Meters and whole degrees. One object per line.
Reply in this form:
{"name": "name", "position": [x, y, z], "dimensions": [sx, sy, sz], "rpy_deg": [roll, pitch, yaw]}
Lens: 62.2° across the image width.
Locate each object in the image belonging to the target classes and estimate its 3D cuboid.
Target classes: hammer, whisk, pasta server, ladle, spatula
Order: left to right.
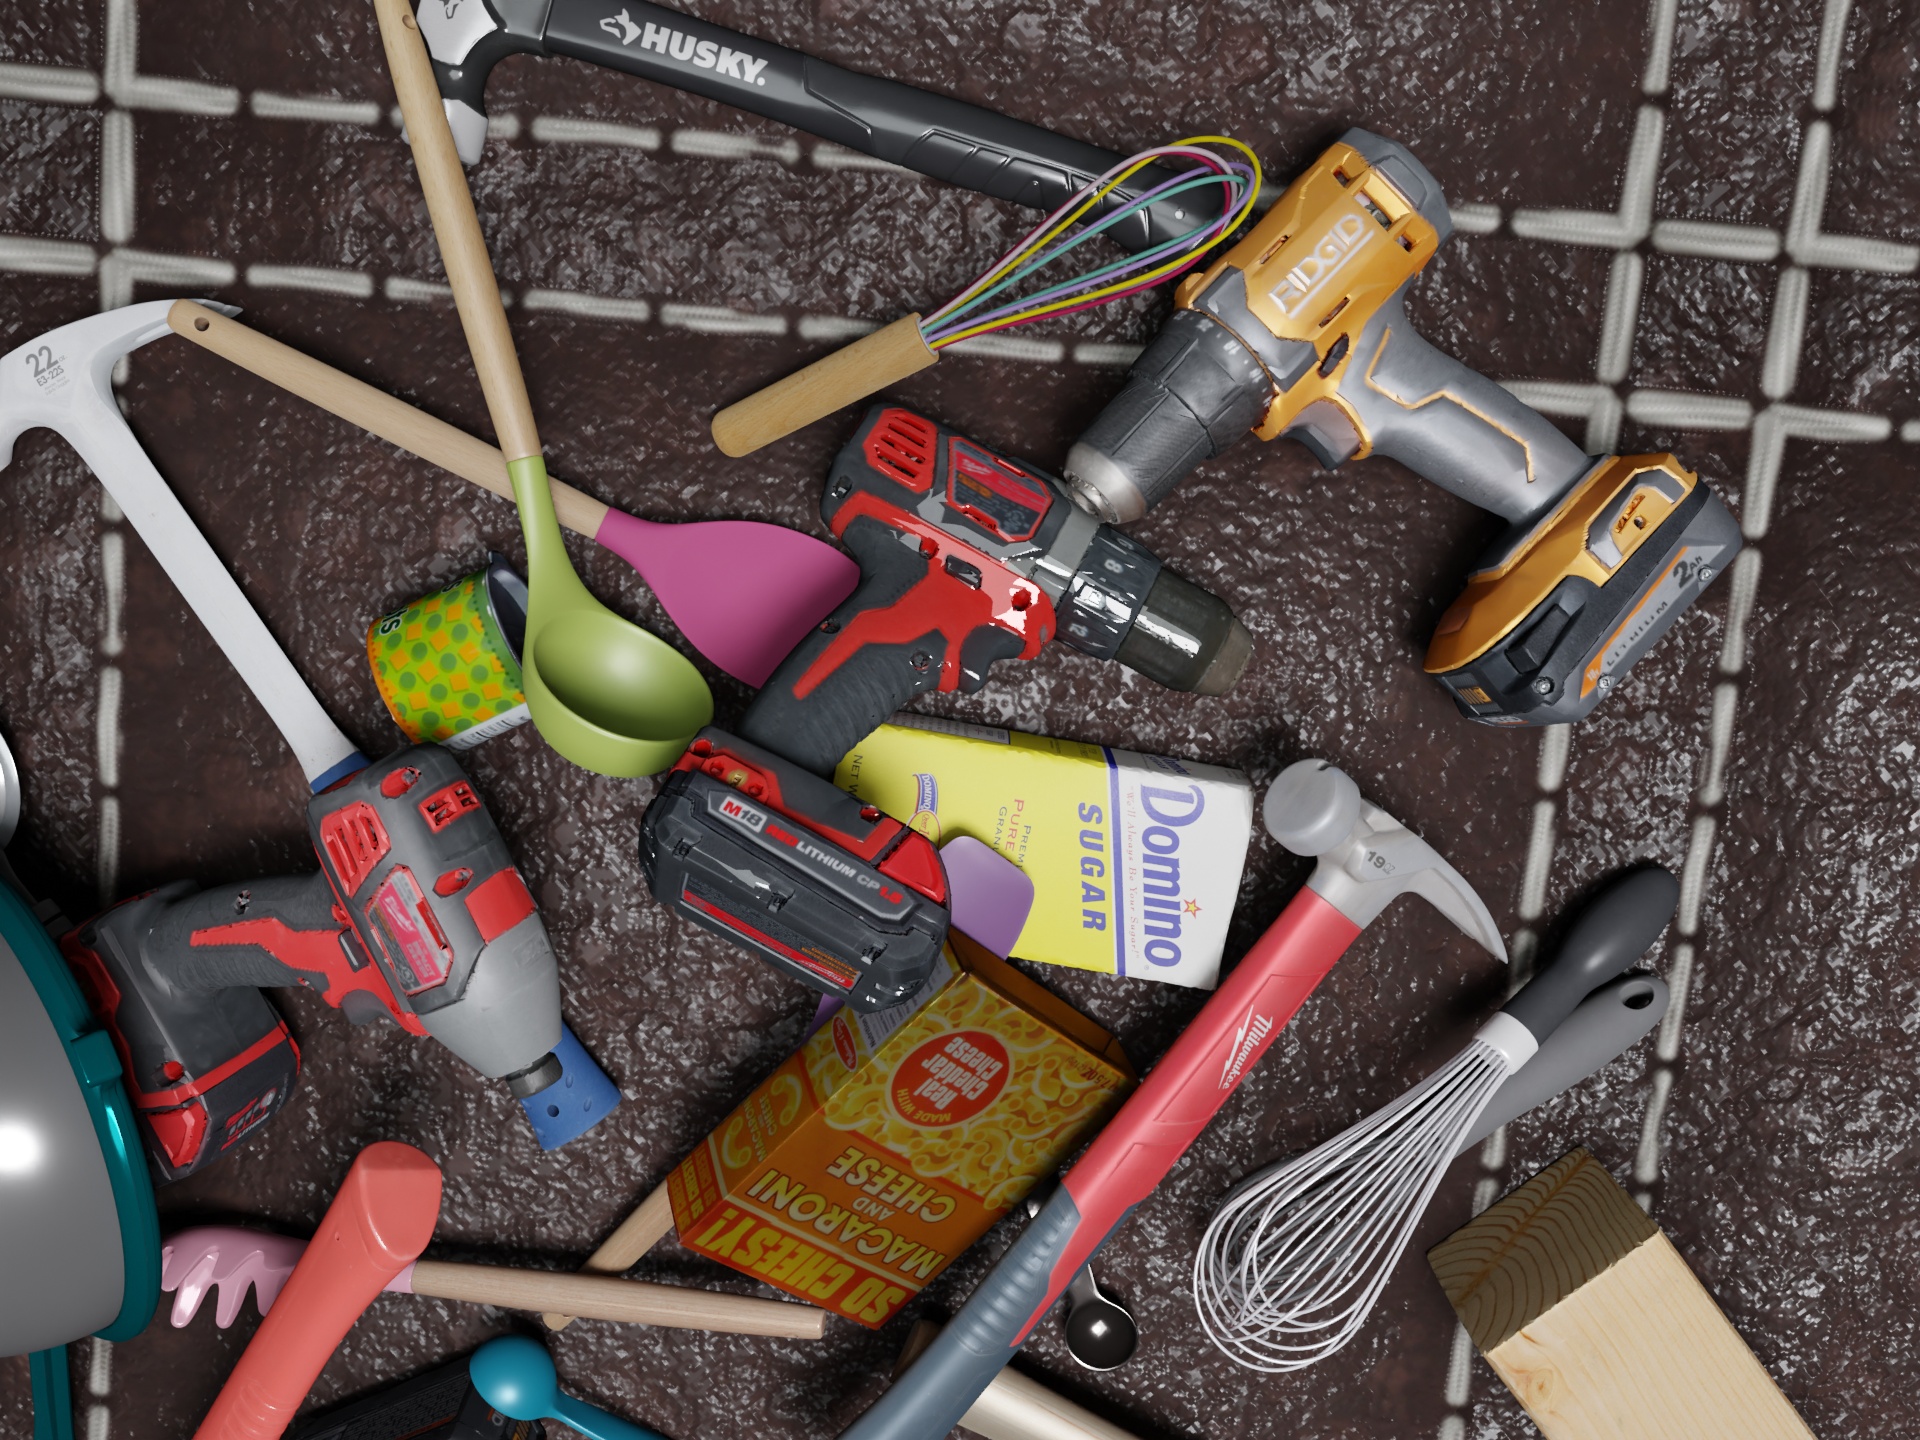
{"name": "hammer", "position": [-0.322, 0.317, 0.673], "dimensions": [0.149, 0.036, 0.359], "rpy_deg": [43, 106, 39]}
{"name": "hammer", "position": [-0.272, 0.008, 0.687], "dimensions": [0.144, 0.035, 0.405], "rpy_deg": [-32, 97, 5]}
{"name": "pasta server", "position": [-0.217, 0.258, 0.707], "dimensions": [0.316, 0.060, 0.040], "rpy_deg": [5, 55, 5]}
{"name": "ladle", "position": [-0.170, -0.131, 0.623], "dimensions": [0.062, 0.078, 0.320], "rpy_deg": [-13, 94, 35]}
{"name": "spatula", "position": [-0.083, 0.169, 0.693], "dimensions": [0.059, 0.018, 0.316], "rpy_deg": [38, 107, -21]}
{"name": "hammer", "position": [-0.049, -0.256, 0.645], "dimensions": [0.334, 0.035, 0.146], "rpy_deg": [17, 99, -2]}
{"name": "whisk", "position": [0.005, -0.166, 0.638], "dimensions": [0.245, 0.051, 0.047], "rpy_deg": [-22, 93, 18]}
{"name": "hammer", "position": [0.071, 0.201, 0.669], "dimensions": [0.143, 0.038, 0.386], "rpy_deg": [37, 94, -32]}
{"name": "hammer", "position": [0.160, 0.371, 0.700], "dimensions": [0.410, 0.146, 0.038], "rpy_deg": [28, 57, 1]}
{"name": "whisk", "position": [0.210, 0.181, 0.704], "dimensions": [0.239, 0.055, 0.055], "rpy_deg": [-33, 97, 0]}
{"name": "whisk", "position": [0.205, 0.156, 0.663], "dimensions": [0.284, 0.070, 0.070], "rpy_deg": [-41, 96, -14]}

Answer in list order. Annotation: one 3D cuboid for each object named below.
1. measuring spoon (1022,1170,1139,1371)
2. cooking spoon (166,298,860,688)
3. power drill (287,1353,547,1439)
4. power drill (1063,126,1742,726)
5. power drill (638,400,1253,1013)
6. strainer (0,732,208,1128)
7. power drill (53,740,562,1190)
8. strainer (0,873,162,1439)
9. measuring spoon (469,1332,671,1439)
{"name": "measuring spoon", "position": [0.048, 0.238, 0.730], "dimensions": [0.034, 0.018, 0.124], "rpy_deg": [-22, 91, 11]}
{"name": "cooking spoon", "position": [-0.173, -0.094, 0.663], "dimensions": [0.318, 0.017, 0.069], "rpy_deg": [26, 92, -11]}
{"name": "power drill", "position": [-0.202, 0.410, 0.725], "dimensions": [0.164, 0.084, 0.226], "rpy_deg": [-23, 101, 3]}
{"name": "power drill", "position": [0.169, -0.095, 0.632], "dimensions": [0.226, 0.084, 0.185], "rpy_deg": [45, 84, -3]}
{"name": "power drill", "position": [-0.001, -0.002, 0.621], "dimensions": [0.188, 0.080, 0.227], "rpy_deg": [29, 65, 0]}
{"name": "strainer", "position": [-0.412, 0.081, 0.699], "dimensions": [0.087, 0.050, 0.258], "rpy_deg": [-31, 100, 21]}
{"name": "power drill", "position": [-0.262, 0.108, 0.646], "dimensions": [0.219, 0.078, 0.143], "rpy_deg": [-23, 98, 23]}
{"name": "strainer", "position": [-0.417, 0.220, 0.647], "dimensions": [0.211, 0.095, 0.340], "rpy_deg": [30, 122, 31]}
{"name": "measuring spoon", "position": [-0.163, 0.314, 0.727], "dimensions": [0.128, 0.042, 0.021], "rpy_deg": [35, 98, -18]}
